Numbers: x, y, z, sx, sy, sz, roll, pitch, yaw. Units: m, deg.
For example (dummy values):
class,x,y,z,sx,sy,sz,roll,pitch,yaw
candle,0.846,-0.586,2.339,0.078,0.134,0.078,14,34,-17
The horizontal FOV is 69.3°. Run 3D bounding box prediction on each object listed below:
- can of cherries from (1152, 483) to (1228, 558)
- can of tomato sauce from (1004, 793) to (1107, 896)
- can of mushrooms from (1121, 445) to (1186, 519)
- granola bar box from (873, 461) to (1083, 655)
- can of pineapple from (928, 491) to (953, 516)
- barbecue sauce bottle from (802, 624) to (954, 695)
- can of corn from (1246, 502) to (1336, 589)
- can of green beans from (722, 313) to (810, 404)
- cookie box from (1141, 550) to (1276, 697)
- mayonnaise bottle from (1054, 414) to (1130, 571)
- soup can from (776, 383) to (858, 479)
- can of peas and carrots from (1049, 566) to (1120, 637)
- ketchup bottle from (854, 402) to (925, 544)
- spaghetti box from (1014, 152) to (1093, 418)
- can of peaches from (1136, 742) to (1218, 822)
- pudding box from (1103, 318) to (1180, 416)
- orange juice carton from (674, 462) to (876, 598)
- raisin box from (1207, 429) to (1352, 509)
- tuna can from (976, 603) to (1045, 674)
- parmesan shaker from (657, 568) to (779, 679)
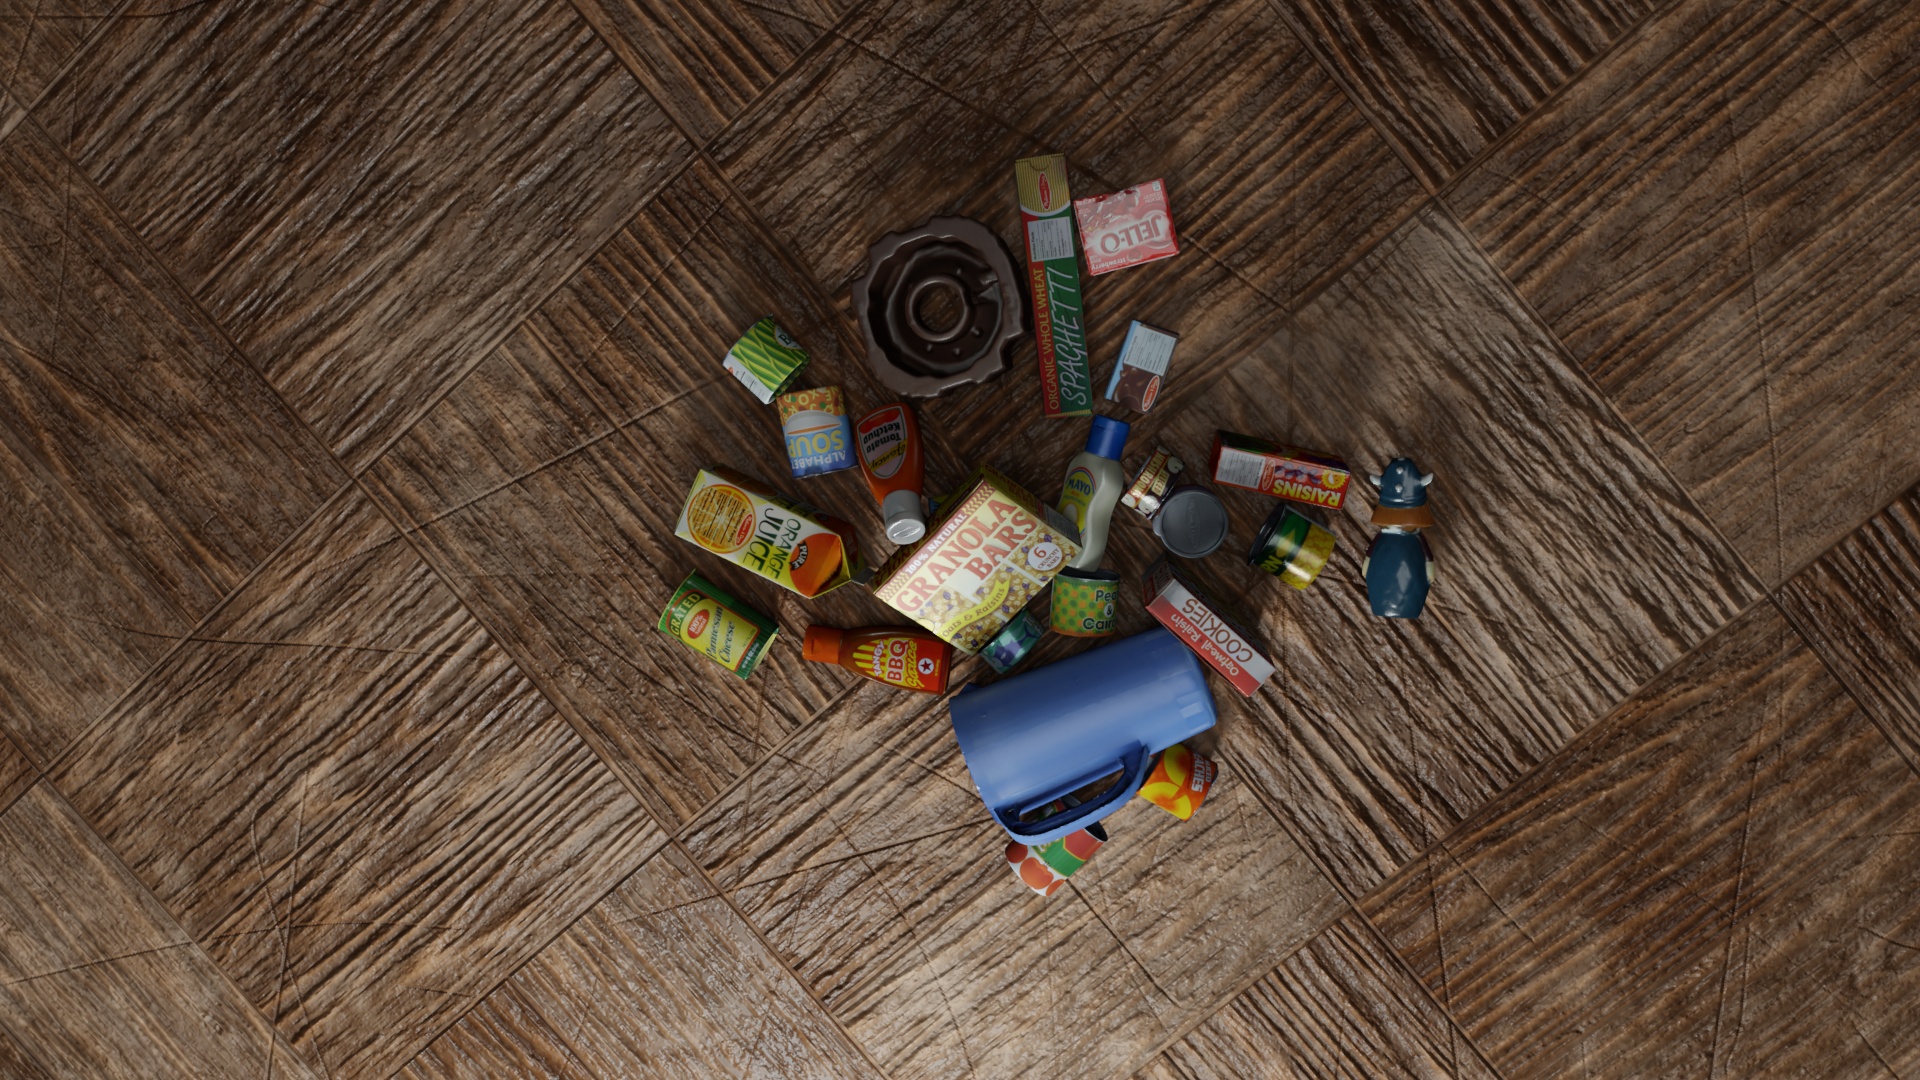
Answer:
class,x,y,z,sx,sy,sz,roll,pitch,yaw
can of cherries,0.221,-0.020,1.344,0.071,0.058,0.071,1,99,5
can of tomato sauce,0.094,0.303,1.393,0.071,0.071,0.083,43,100,-1
can of mushrooms,0.186,-0.056,1.336,0.033,0.071,0.071,35,99,1
granola bar box,0.015,0.020,1.321,0.124,0.039,0.165,34,115,-22
can of pineapple,0.005,-0.017,1.358,0.058,0.071,0.071,-15,96,7
barbecue sauce bottle,-0.083,0.113,1.397,0.148,0.044,0.064,9,100,4
can of corn,0.317,0.008,1.334,0.058,0.071,0.071,30,99,0
can of green beans,-0.189,-0.176,1.357,0.058,0.071,0.071,43,99,-2
cookie box,0.228,0.075,1.300,0.123,0.168,0.040,41,100,-1
mayonnaise bottle,0.126,-0.048,1.350,0.065,0.041,0.148,24,100,46
soup can,-0.141,-0.107,1.359,0.071,0.071,0.083,-11,96,7
can of peas and carrots,0.123,0.060,1.358,0.071,0.071,0.058,5,99,5
ketchup bottle,-0.062,-0.063,1.327,0.064,0.149,0.043,-23,140,12
spaghetti box,0.091,-0.243,1.341,0.050,0.029,0.249,-6,97,6
can of peaches,0.214,0.234,1.372,0.058,0.071,0.071,30,99,2
pudding box,0.175,-0.168,1.343,0.050,0.030,0.083,19,99,1
orange juice carton,-0.176,-0.002,1.376,0.193,0.072,0.073,25,100,2
raisin box,0.301,-0.069,1.316,0.123,0.086,0.040,13,105,4
tuna can,0.052,0.097,1.371,0.033,0.071,0.071,45,99,-3
parmesan shaker,-0.241,0.084,1.396,0.103,0.071,0.071,31,99,1
